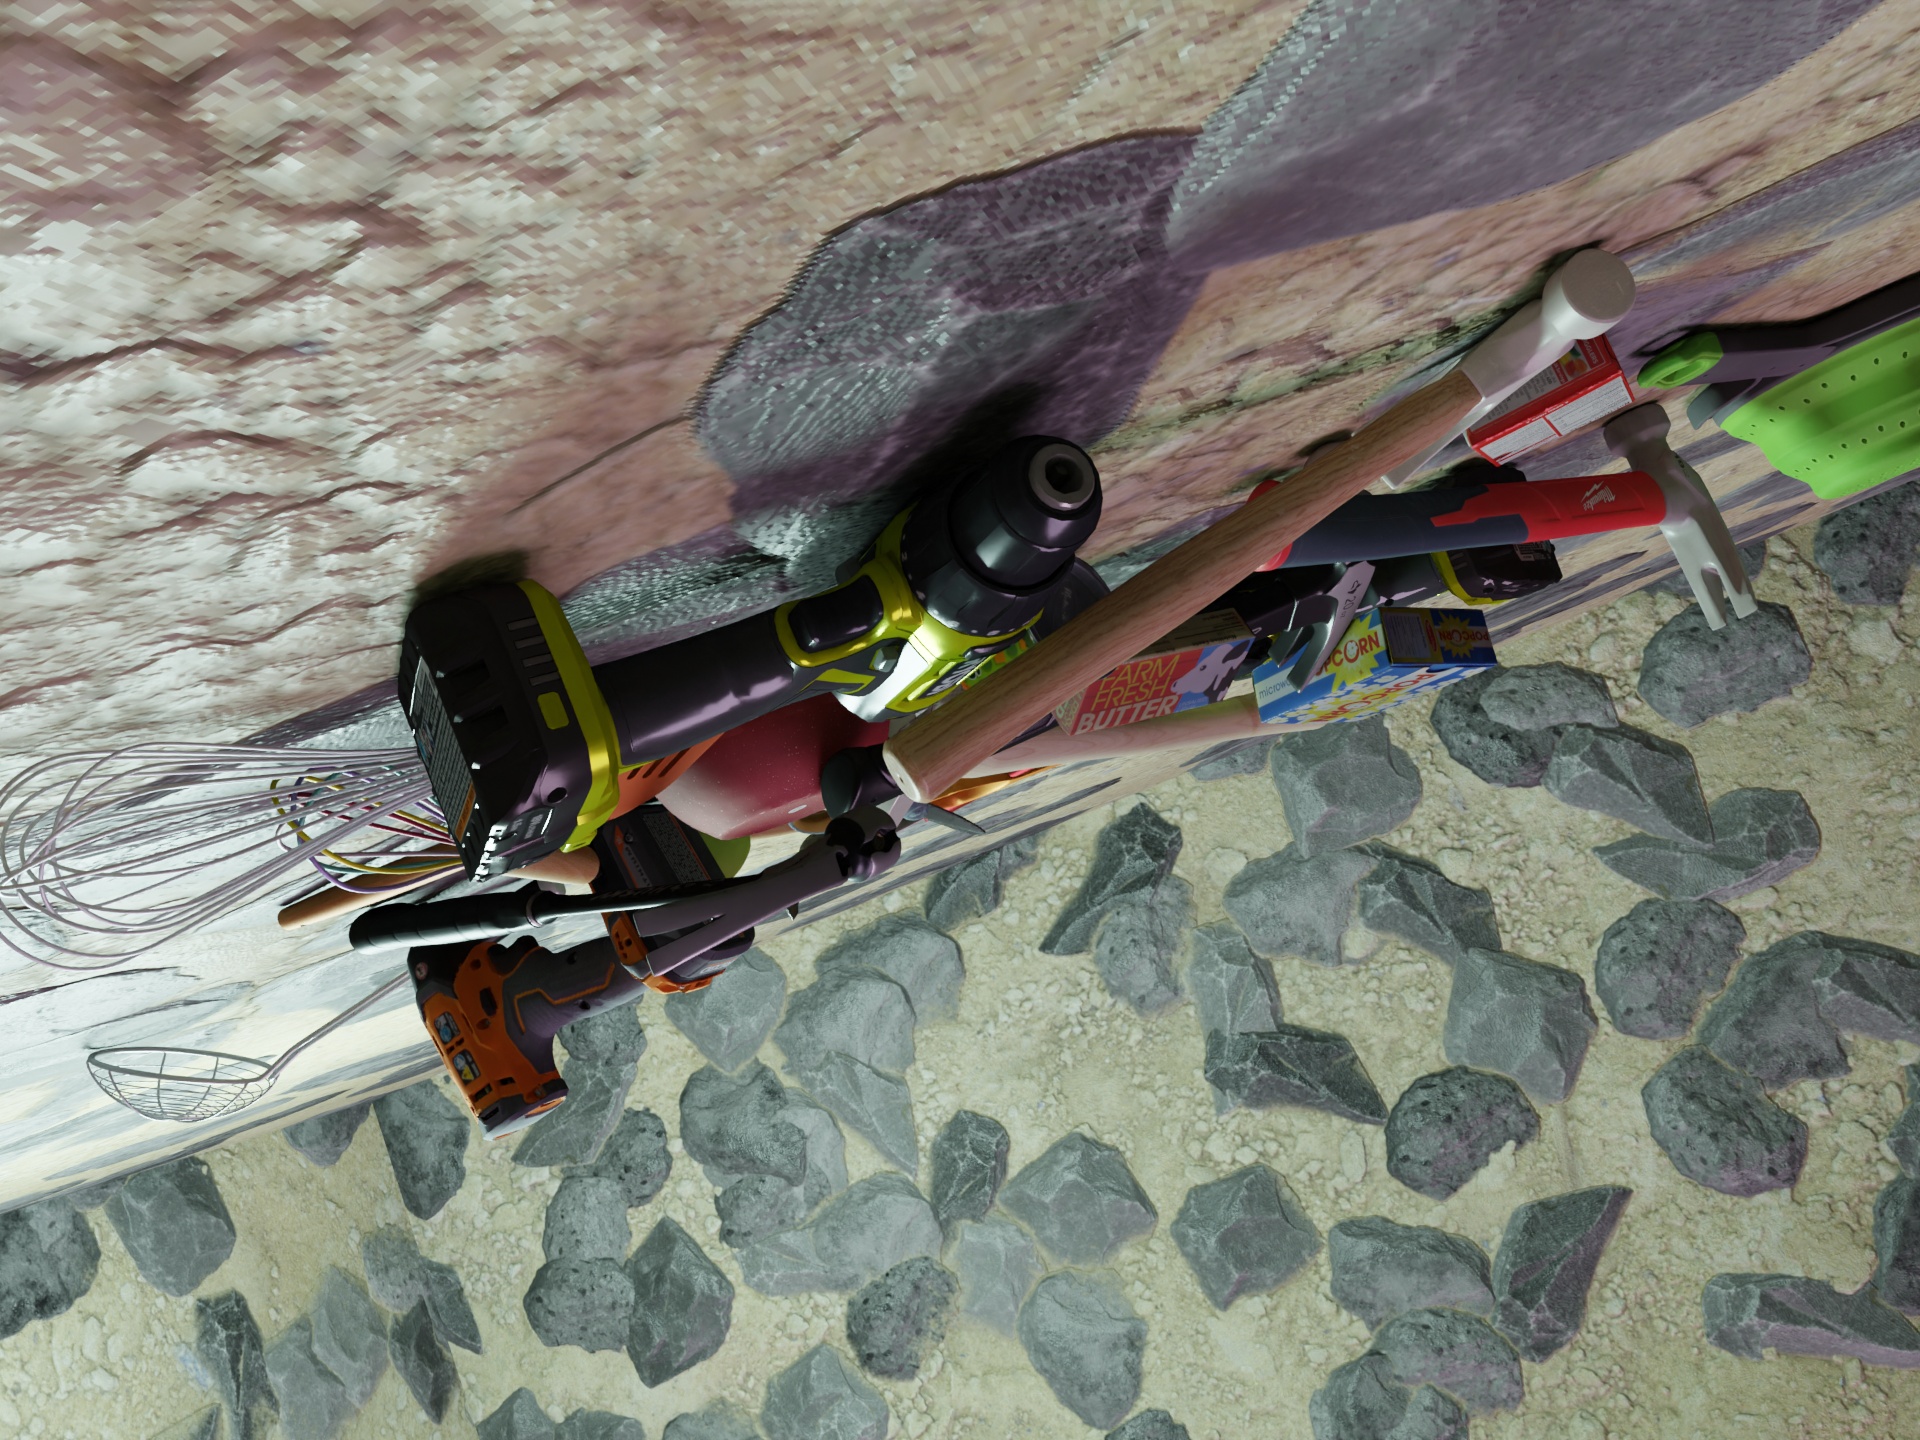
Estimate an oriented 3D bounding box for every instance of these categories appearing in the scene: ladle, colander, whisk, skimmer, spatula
[{"bbox_3d":[-0.154,0.096,1.237,0.078,0.062,0.320,-23,174,13],"label":"ladle"},{"bbox_3d":[0.512,-0.185,0.933,0.397,0.094,0.204,-14,170,-41],"label":"colander"},{"bbox_3d":[-0.216,0.024,0.594,0.070,0.070,0.284,-27,175,37],"label":"whisk"},{"bbox_3d":[-0.456,0.186,1.154,0.363,0.090,0.127,-32,168,4],"label":"skimmer"},{"bbox_3d":[-0.226,0.052,0.715,0.047,0.051,0.244,17,175,16],"label":"whisk"},{"bbox_3d":[-0.248,0.054,0.836,0.322,0.041,0.081,-20,172,25],"label":"spatula"}]

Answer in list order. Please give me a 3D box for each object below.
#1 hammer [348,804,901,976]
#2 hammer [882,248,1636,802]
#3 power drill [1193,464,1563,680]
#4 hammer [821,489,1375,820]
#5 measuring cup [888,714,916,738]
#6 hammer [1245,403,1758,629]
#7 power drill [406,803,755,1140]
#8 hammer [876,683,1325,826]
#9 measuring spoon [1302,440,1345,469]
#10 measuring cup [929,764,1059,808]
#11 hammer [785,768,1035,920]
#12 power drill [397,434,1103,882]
[{"bbox_3d":[-0.225,0.106,0.881,0.409,0.036,0.149,-11,-172,41],"label":"hammer"},{"bbox_3d":[0.110,-0.070,0.622,0.331,0.031,0.130,-34,176,-14],"label":"hammer"},{"bbox_3d":[0.254,-0.084,1.025,0.223,0.080,0.171,-23,173,34],"label":"power drill"},{"bbox_3d":[0.079,-0.019,0.881,0.335,0.035,0.146,-23,149,-15],"label":"hammer"},{"bbox_3d":[-0.100,0.041,1.057,0.167,0.038,0.083,-25,172,9],"label":"measuring cup"},{"bbox_3d":[0.301,-0.099,0.872,0.386,0.143,0.038,-10,163,-36],"label":"hammer"},{"bbox_3d":[-0.260,0.146,1.025,0.226,0.164,0.084,-37,167,18],"label":"power drill"},{"bbox_3d":[0.112,0.015,1.082,0.410,0.038,0.146,-6,141,-40],"label":"hammer"},{"bbox_3d":[0.206,-0.134,0.785,0.124,0.018,0.034,-23,152,-40],"label":"measuring spoon"},{"bbox_3d":[0.030,0.022,1.209,0.173,0.052,0.095,-19,171,-4],"label":"measuring cup"},{"bbox_3d":[0.012,0.054,1.306,0.359,0.036,0.149,-27,-171,9],"label":"hammer"},{"bbox_3d":[-0.069,-0.028,0.558,0.228,0.080,0.190,-20,173,-25],"label":"power drill"}]
